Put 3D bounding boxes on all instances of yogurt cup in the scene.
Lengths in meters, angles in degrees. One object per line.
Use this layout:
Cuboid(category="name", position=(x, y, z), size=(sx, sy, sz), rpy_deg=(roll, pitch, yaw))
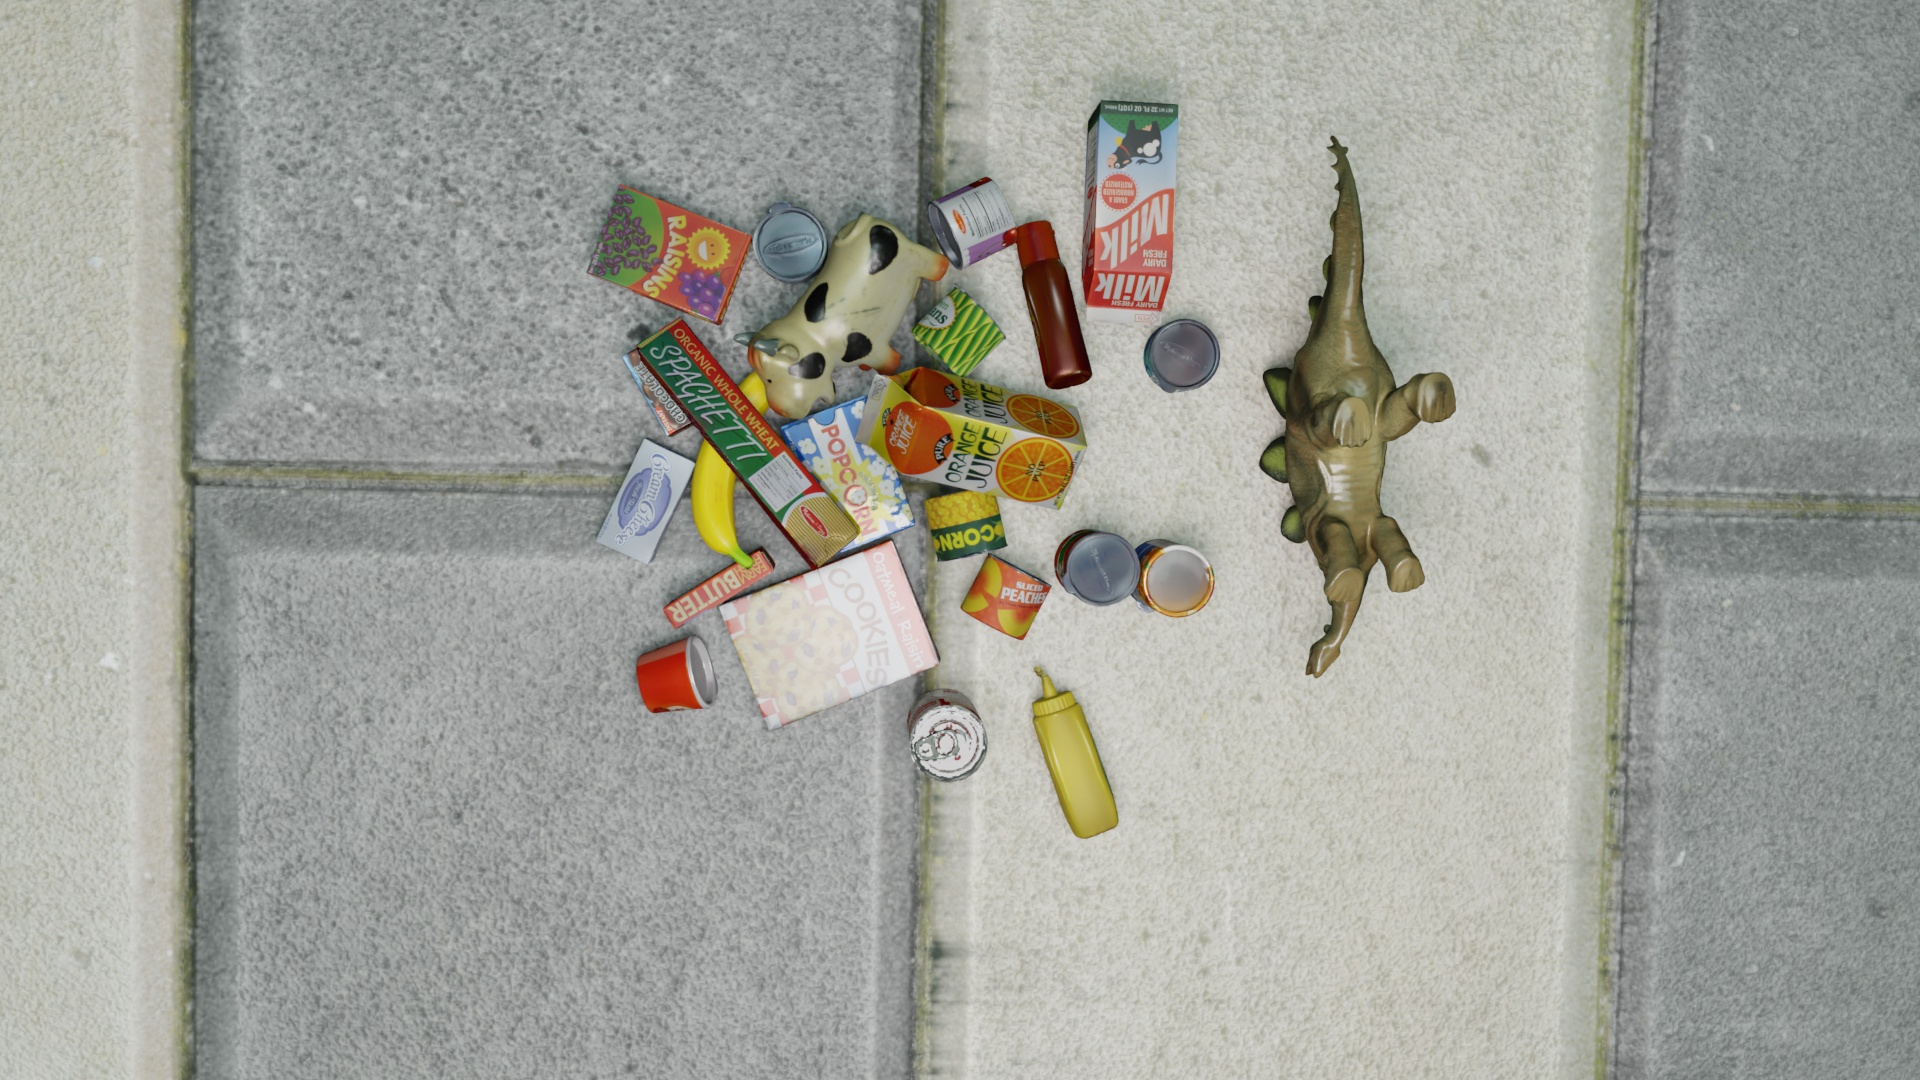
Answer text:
Cuboid(category="yogurt cup", position=(-0.256, 0.123, 1.246), size=(0.054, 0.072, 0.072), rpy_deg=(-13, 93, 5))

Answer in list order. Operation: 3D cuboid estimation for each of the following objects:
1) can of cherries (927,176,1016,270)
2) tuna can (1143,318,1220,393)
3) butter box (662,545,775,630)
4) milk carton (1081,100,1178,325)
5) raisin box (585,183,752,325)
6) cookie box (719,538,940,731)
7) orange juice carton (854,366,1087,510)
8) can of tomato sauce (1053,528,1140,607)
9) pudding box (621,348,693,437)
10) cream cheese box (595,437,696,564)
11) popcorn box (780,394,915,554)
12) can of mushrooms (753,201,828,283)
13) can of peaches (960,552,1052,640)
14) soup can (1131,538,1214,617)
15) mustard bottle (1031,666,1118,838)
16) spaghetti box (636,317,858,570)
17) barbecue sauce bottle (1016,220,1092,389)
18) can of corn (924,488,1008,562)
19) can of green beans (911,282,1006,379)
Cuboid(category="can of cherries", position=(0.010, -0.285, 1.247), size=(0.058, 0.071, 0.071), rpy_deg=(-27, 94, -8))
Cuboid(category="tuna can", position=(0.202, -0.168, 1.281), size=(0.071, 0.033, 0.071), rpy_deg=(0, 92, -4))
Cuboid(category="butter box", position=(-0.216, 0.042, 1.250), size=(0.103, 0.053, 0.024), rpy_deg=(-31, 96, -2))
Cuboid(category="milk carton", position=(0.151, -0.291, 1.253), size=(0.072, 0.073, 0.190), rpy_deg=(3, 92, -4))
Cuboid(category="raisin box", position=(-0.259, -0.255, 1.243), size=(0.123, 0.040, 0.086), rpy_deg=(21, 90, -5))
Cuboid(category="cookie box", position=(-0.117, 0.084, 1.265), size=(0.167, 0.040, 0.123), rpy_deg=(-21, 94, -2))
Cuboid(category="orange juice carton", position=(0.008, -0.094, 1.224), size=(0.193, 0.073, 0.071), rpy_deg=(13, 123, -14))
Cuboid(category="can of tomato sauce", position=(0.120, 0.025, 1.257), size=(0.071, 0.083, 0.071), rpy_deg=(0, 93, -4))
Cuboid(category="pudding box", position=(-0.262, -0.140, 1.251), size=(0.050, 0.030, 0.083), rpy_deg=(-28, 94, -2))
Cuboid(category="cream cheese box", position=(-0.283, -0.036, 1.257), size=(0.053, 0.024, 0.103), rpy_deg=(25, 90, -6))
Cuboid(category="popcorn box", position=(-0.101, -0.058, 1.262), size=(0.085, 0.038, 0.126), rpy_deg=(-21, 93, -2))
Cuboid(category="can of mushrooms", position=(-0.153, -0.268, 1.252), size=(0.071, 0.033, 0.071), rpy_deg=(0, 93, -3))
Cuboid(category="can of peaches", position=(0.042, 0.052, 1.260), size=(0.071, 0.071, 0.058), rpy_deg=(28, 91, -5))
Cuboid(category="soup can", position=(0.188, 0.037, 1.262), size=(0.071, 0.084, 0.071), rpy_deg=(0, 93, -4))
Cuboid(category="mustard bottle", position=(0.100, 0.190, 1.273), size=(0.049, 0.065, 0.160), rpy_deg=(-19, 89, -5))
Cuboid(category="spaghetti box", position=(-0.186, -0.085, 1.212), size=(0.050, 0.028, 0.250), rpy_deg=(-39, 87, -17))
Cuboid(category="barbecue sauce bottle", position=(0.082, -0.214, 1.259), size=(0.043, 0.065, 0.148), rpy_deg=(-14, 84, 9))
Cuboid(category="can of corn", position=(0.004, -0.016, 1.254), size=(0.071, 0.071, 0.058), rpy_deg=(-13, 93, -3))
Cuboid(category="can of green beans", position=(-0.002, -0.185, 1.250), size=(0.058, 0.071, 0.071), rpy_deg=(-44, 95, -1))
